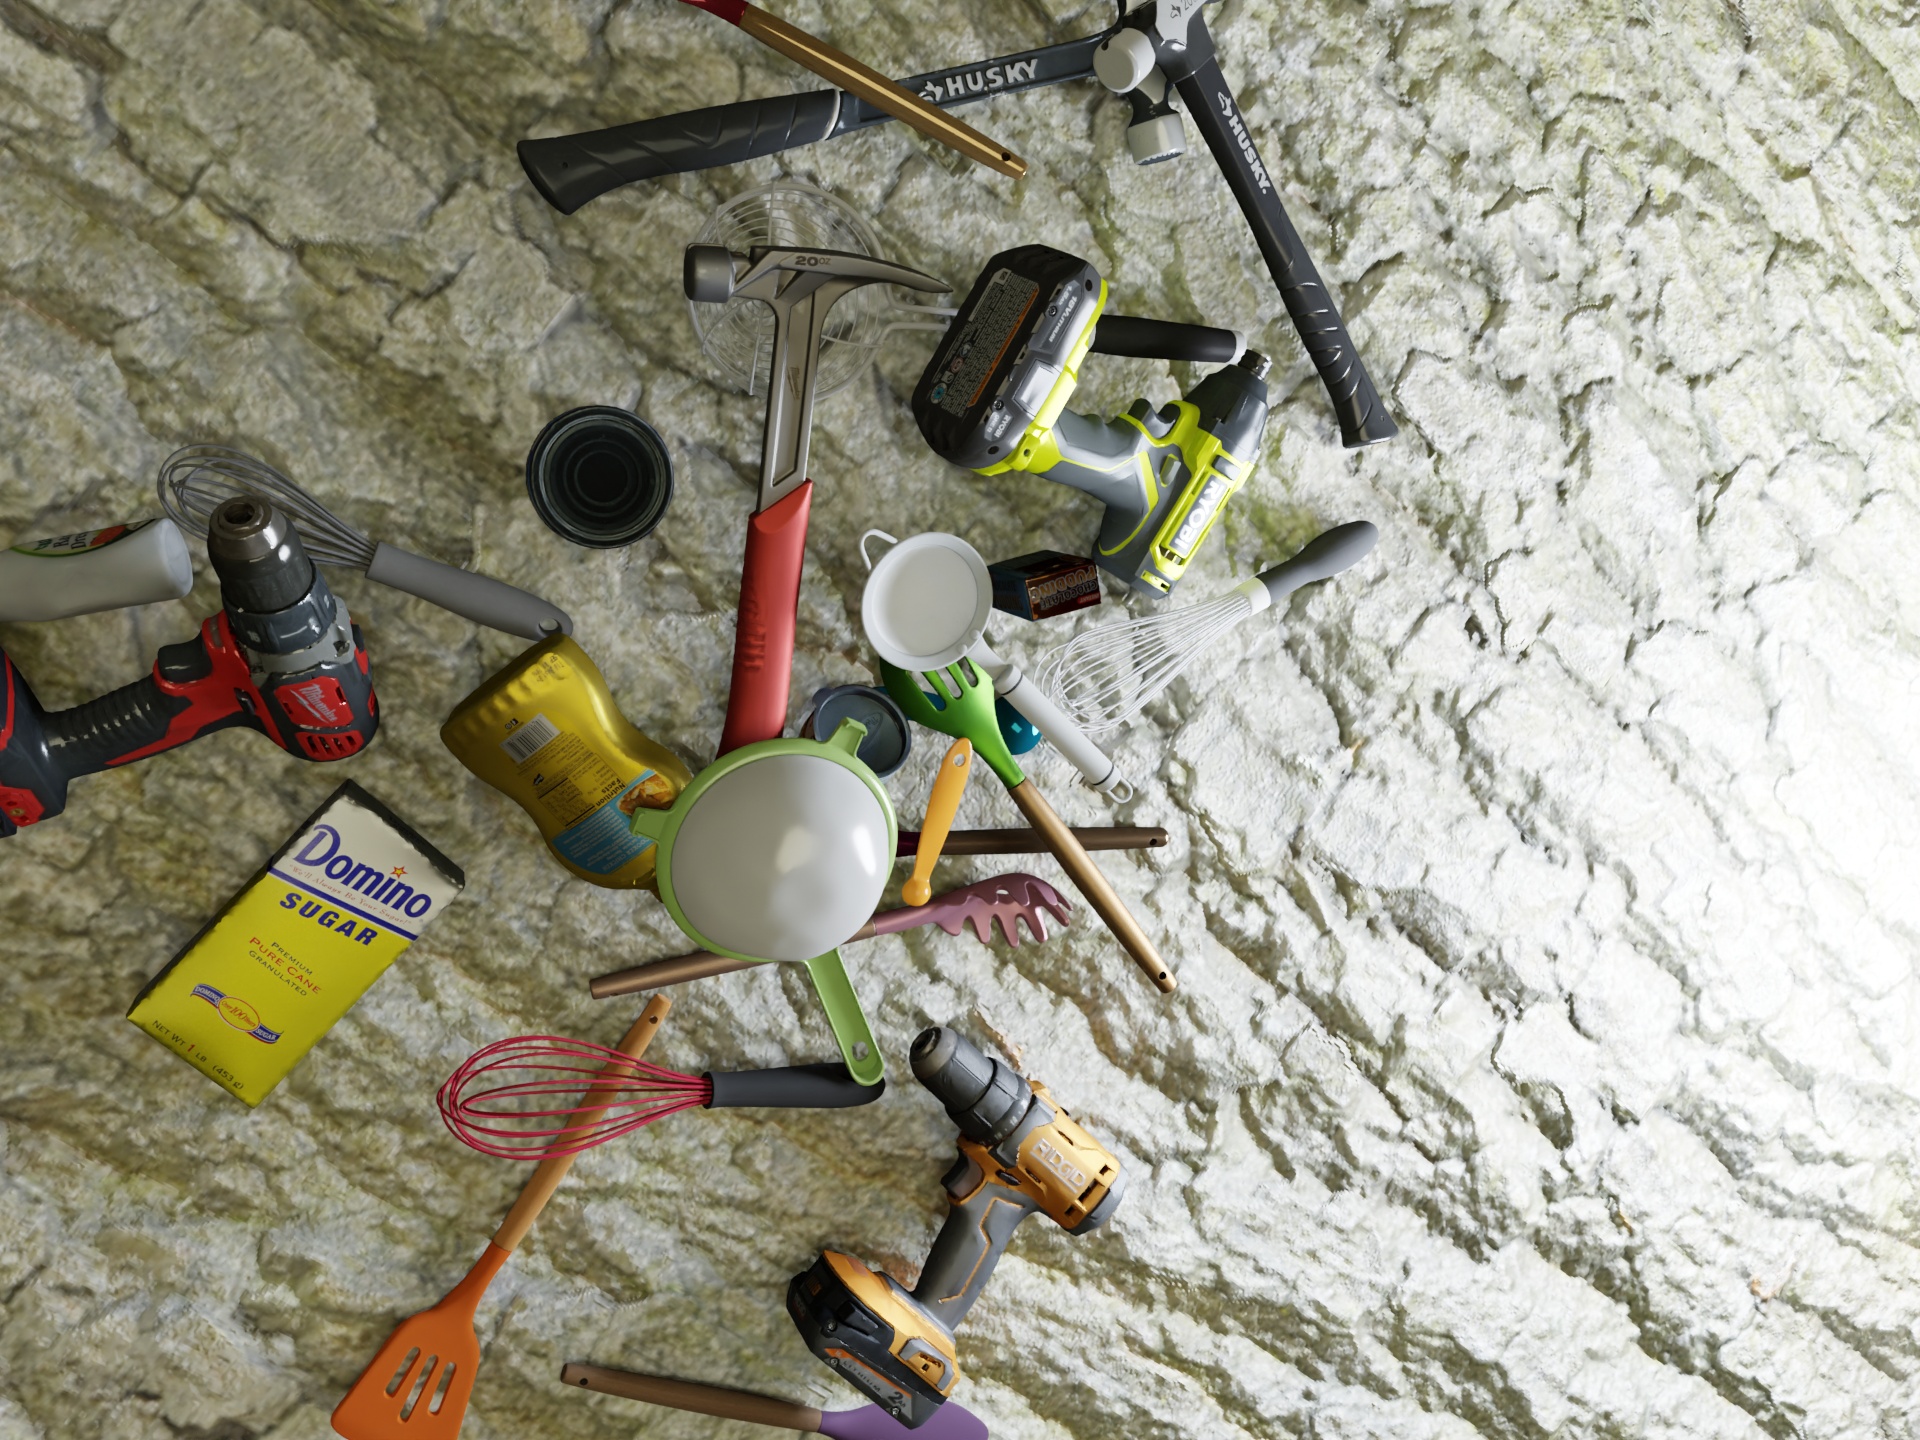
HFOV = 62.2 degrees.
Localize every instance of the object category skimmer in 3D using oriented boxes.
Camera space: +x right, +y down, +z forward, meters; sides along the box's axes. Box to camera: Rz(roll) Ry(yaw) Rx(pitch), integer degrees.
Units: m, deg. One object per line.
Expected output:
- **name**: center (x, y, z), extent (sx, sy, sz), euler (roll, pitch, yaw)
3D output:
- **skimmer**: center (0.013, -0.256, 1.005), extent (0.363, 0.090, 0.127), euler (-2, 112, -28)

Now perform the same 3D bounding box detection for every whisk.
- **whisk**: center (-0.336, -0.095, 0.915), extent (0.238, 0.055, 0.055), euler (22, 92, -24)
- **whisk**: center (-0.177, 0.232, 0.996), extent (0.295, 0.073, 0.073), euler (6, 98, -32)
- **whisk**: center (0.171, -0.070, 1.076), extent (0.284, 0.070, 0.070), euler (-29, 107, -16)

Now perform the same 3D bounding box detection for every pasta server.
- **pasta server**: center (-0.081, 0.147, 1.039), extent (0.316, 0.040, 0.060), euler (-11, 147, -14)

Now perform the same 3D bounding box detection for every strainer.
- **strainer**: center (0.022, -0.030, 0.996), extent (0.087, 0.050, 0.258), euler (-47, 111, -3)
- **strainer**: center (-0.087, 0.135, 0.969), extent (0.151, 0.069, 0.256), euler (-24, 117, -11)

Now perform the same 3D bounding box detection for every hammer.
- **hammer**: center (-0.061, -0.375, 0.959), extent (0.409, 0.036, 0.149), euler (-17, 103, -14)
- **hammer**: center (0.208, -0.320, 1.038), extent (0.146, 0.035, 0.334), euler (-50, 119, -31)
- **hammer**: center (-0.102, -0.096, 0.946), extent (0.149, 0.037, 0.359), euler (1, 113, -19)

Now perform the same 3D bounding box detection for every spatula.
- **spatula**: center (-0.121, 0.475, 1.093), extent (0.315, 0.018, 0.060), euler (20, 92, -21)
- **spatula**: center (-0.274, 0.315, 1.005), extent (0.081, 0.041, 0.322), euler (34, 87, -20)

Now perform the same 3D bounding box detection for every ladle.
- **ladle**: center (-0.102, -0.391, 0.916), extent (0.315, 0.031, 0.069), euler (25, 81, -10)

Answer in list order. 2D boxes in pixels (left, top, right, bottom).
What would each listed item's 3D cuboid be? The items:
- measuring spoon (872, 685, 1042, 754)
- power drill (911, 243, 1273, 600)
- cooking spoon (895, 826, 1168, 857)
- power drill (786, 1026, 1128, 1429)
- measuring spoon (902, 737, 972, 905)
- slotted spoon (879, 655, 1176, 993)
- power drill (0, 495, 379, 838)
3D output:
- **measuring spoon**: center (-0.002, -0.003, 1.047), extent (0.128, 0.021, 0.042), euler (10, 96, -20)
- **power drill**: center (0.094, -0.190, 0.984), extent (0.223, 0.080, 0.171), euler (24, 100, -41)
- **cooking spoon**: center (-0.002, 0.080, 1.047), extent (0.318, 0.017, 0.068), euler (0, 114, -24)
- **power drill**: center (-0.017, 0.333, 1.072), extent (0.226, 0.084, 0.185), euler (-48, 109, -10)
- **measuring spoon**: center (-0.013, 0.067, 1.020), extent (0.021, 0.011, 0.117), euler (12, 102, -27)
- **slotted spoon**: center (0.053, 0.059, 1.047), extent (0.070, 0.031, 0.313), euler (-38, 103, -7)
- **power drill**: center (-0.433, -0.029, 0.831), extent (0.226, 0.080, 0.187), euler (-14, 148, -14)
